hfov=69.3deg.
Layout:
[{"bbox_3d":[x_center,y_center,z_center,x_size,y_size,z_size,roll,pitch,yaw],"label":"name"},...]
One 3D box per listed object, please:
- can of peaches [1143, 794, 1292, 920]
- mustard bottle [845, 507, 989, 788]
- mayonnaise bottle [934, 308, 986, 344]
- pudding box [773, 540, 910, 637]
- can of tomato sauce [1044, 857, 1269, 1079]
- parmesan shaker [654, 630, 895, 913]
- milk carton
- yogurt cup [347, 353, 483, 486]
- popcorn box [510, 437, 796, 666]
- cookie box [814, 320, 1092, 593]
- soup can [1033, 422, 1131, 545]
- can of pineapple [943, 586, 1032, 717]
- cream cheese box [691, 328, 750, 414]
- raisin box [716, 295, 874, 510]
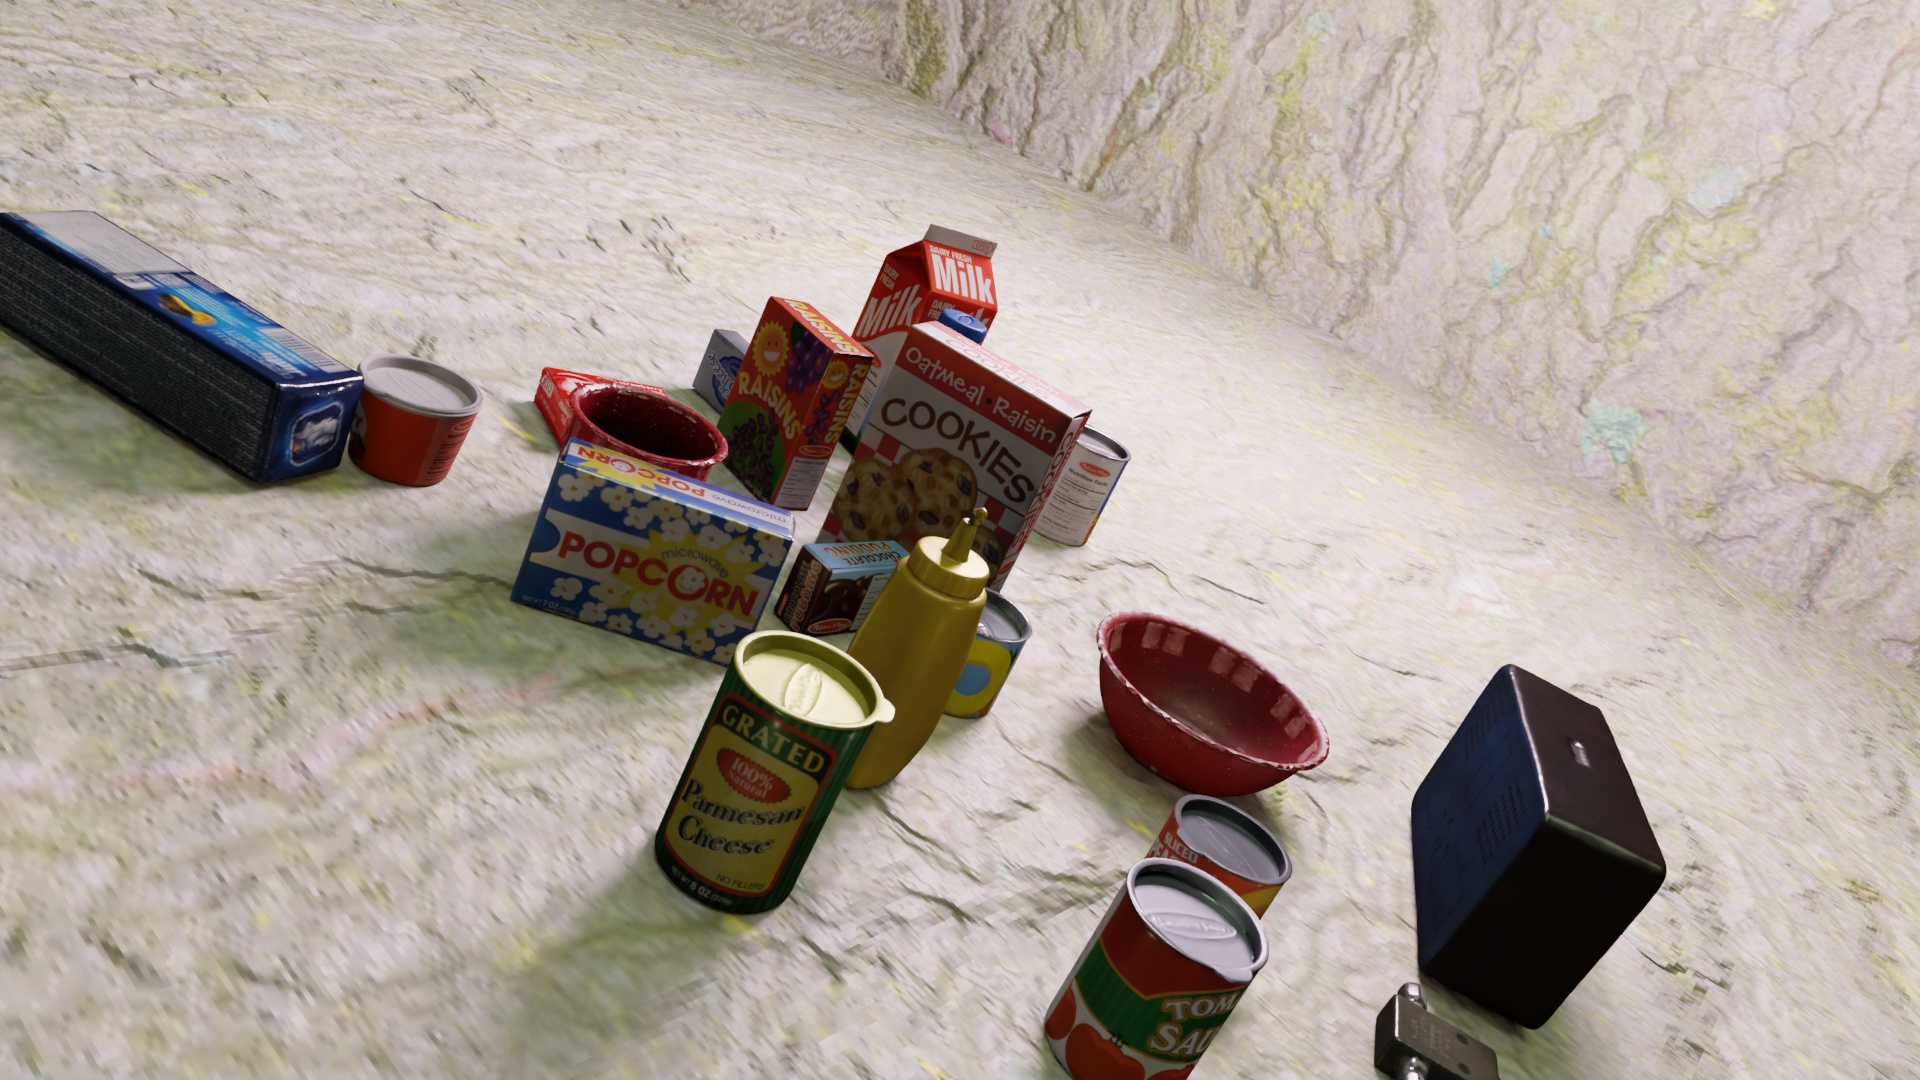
[{"bbox_3d":[0.124,0.173,0.709,0.071,0.057,0.071,22,22,-9],"label":"can of peaches"},{"bbox_3d":[-0.022,0.049,0.693,0.049,0.159,0.065,35,23,23],"label":"mustard bottle"},{"bbox_3d":[-0.026,-0.100,1.043,0.041,0.147,0.065,28,21,5],"label":"mayonnaise bottle"},{"bbox_3d":[-0.067,0.028,0.840,0.030,0.049,0.084,39,25,31],"label":"pudding box"},{"bbox_3d":[0.084,0.190,0.592,0.071,0.082,0.071,22,22,-9],"label":"can of tomato sauce"},{"bbox_3d":[-0.080,0.100,0.590,0.071,0.102,0.071,22,22,-9],"label":"parmesan shaker"},{"bbox_3d":[-0.036,-0.159,1.108,0.072,0.189,0.074,6,28,-41],"label":"milk carton"},{"bbox_3d":[-0.310,-0.067,0.782,0.072,0.053,0.073,22,22,-9],"label":"yogurt cup"},{"bbox_3d":[-0.161,0.008,0.735,0.127,0.085,0.038,19,22,-16],"label":"popcorn box"},{"bbox_3d":[-0.007,-0.041,0.903,0.123,0.166,0.040,32,22,14],"label":"cookie box"},{"bbox_3d":[0.092,-0.049,1.142,0.071,0.083,0.071,22,22,-9],"label":"soup can"},{"bbox_3d":[-0.001,0.063,0.823,0.071,0.057,0.071,22,22,-9],"label":"can of pineapple"},{"bbox_3d":[-0.160,-0.113,1.053,0.024,0.053,0.104,0,33,-49],"label":"cream cheese box"},{"bbox_3d":[-0.118,-0.095,0.962,0.040,0.123,0.086,2,31,-46],"label":"raisin box"}]
